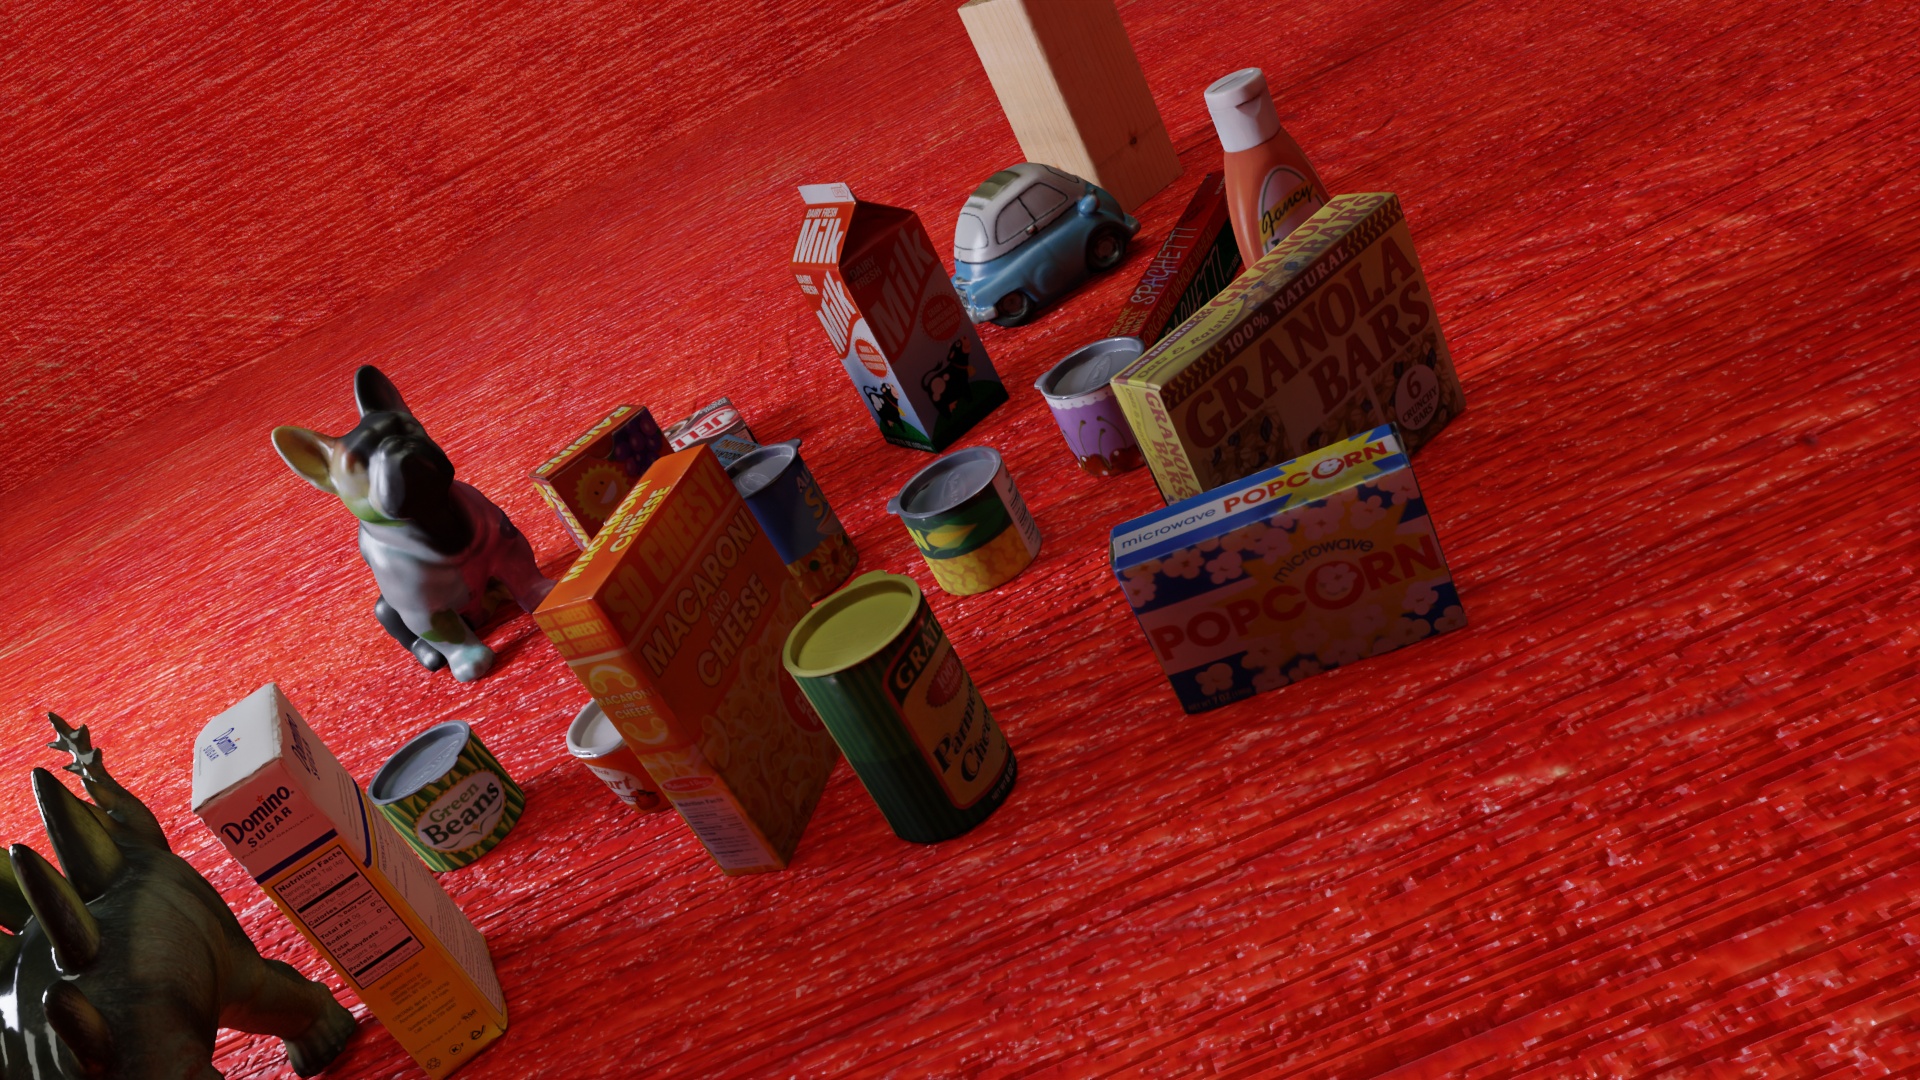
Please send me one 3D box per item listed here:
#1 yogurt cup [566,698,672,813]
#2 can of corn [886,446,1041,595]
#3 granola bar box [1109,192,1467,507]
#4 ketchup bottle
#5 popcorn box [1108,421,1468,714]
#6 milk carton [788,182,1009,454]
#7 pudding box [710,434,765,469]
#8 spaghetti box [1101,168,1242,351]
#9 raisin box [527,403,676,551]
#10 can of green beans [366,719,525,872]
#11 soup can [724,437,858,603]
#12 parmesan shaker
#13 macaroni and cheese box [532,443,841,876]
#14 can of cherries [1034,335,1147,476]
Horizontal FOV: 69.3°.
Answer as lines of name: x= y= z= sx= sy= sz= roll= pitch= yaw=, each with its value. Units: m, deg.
yogurt cup: x=-0.168 y=0.109 z=0.746 sx=0.072 sy=0.053 sz=0.073 roll=-23 pitch=27 yaw=12
can of corn: x=0.003 y=-0.010 z=0.784 sx=0.071 sy=0.058 sz=0.071 roll=-23 pitch=27 yaw=12
granola bar box: x=0.161 y=-0.070 z=0.664 sx=0.166 sy=0.123 sz=0.039 roll=-39 pitch=28 yaw=-20
ketchup bottle: x=0.194 y=-0.216 z=0.861 sx=0.065 sy=0.148 sz=0.044 roll=-29 pitch=26 yaw=0
popcorn box: x=0.136 y=0.014 z=0.583 sx=0.126 sy=0.085 sz=0.038 roll=-21 pitch=27 yaw=15
milk carton: x=-0.050 y=-0.158 z=0.948 sx=0.074 sy=0.190 sz=0.072 roll=-40 pitch=28 yaw=-21
pudding box: x=-0.152 y=-0.045 z=1.005 sx=0.030 sy=0.049 sz=0.084 roll=-39 pitch=28 yaw=-19
spaghetti box: x=0.154 y=-0.177 z=0.941 sx=0.028 sy=0.050 sz=0.251 roll=-9 pitch=33 yaw=35
raisin box: x=-0.222 y=-0.020 z=0.945 sx=0.086 sy=0.123 sz=0.040 roll=-43 pitch=29 yaw=-26
can of green beans: x=-0.294 y=0.147 z=0.797 sx=0.071 sy=0.057 sz=0.071 roll=-23 pitch=27 yaw=12
soup can: x=-0.109 y=-0.010 z=0.864 sx=0.071 sy=0.083 sz=0.072 roll=-23 pitch=27 yaw=13
parmesan shaker: x=-0.024 y=0.073 z=0.615 sx=0.071 sy=0.102 sz=0.071 roll=-23 pitch=27 yaw=13
macaroni and cheese box: x=-0.117 y=0.057 z=0.662 sx=0.040 sy=0.166 sz=0.124 roll=-15 pitch=30 yaw=27
can of cherries: x=0.087 y=-0.079 z=0.825 sx=0.071 sy=0.058 sz=0.072 roll=-23 pitch=27 yaw=12
